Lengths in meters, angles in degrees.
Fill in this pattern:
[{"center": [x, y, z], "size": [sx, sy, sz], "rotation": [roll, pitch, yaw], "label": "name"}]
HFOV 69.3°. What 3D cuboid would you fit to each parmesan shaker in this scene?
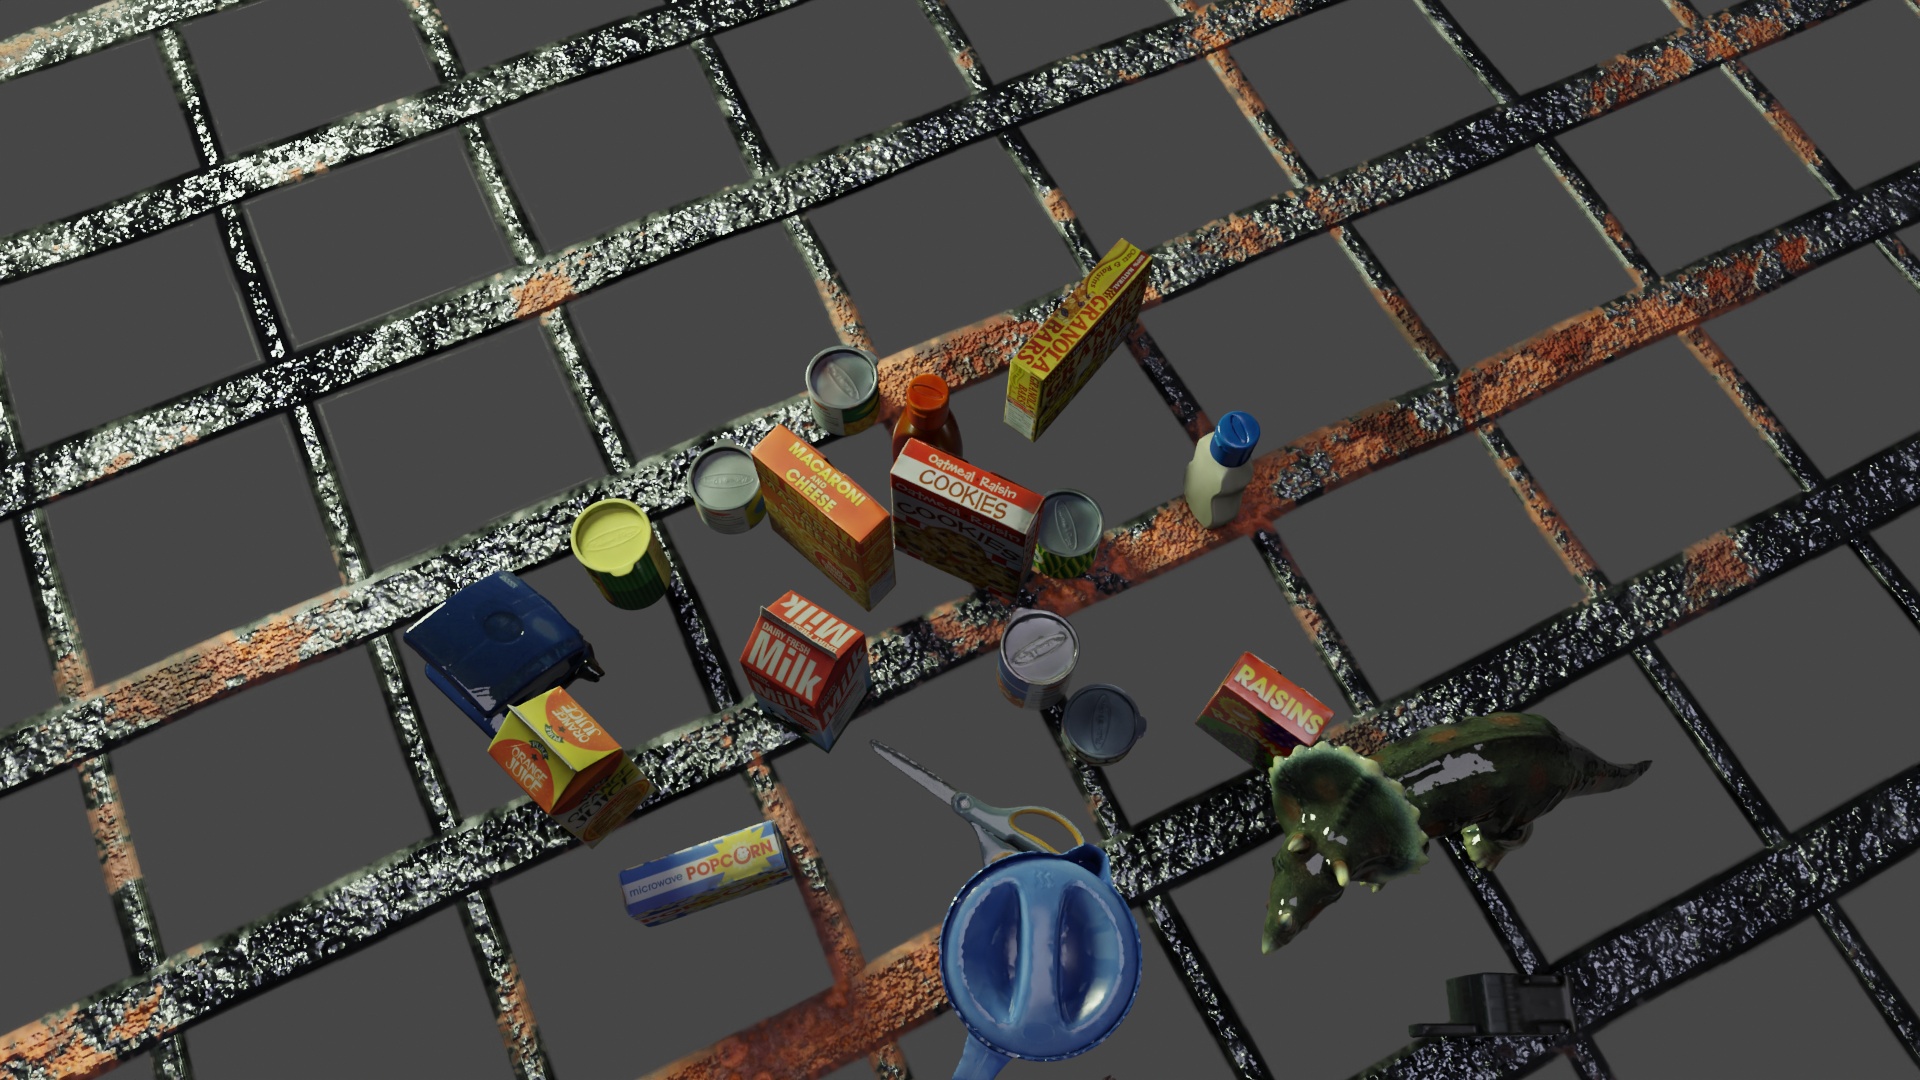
[{"center": [-0.290, 0.017, 1.199], "size": [0.071, 0.102, 0.071], "rotation": [1, 68, -1], "label": "parmesan shaker"}]

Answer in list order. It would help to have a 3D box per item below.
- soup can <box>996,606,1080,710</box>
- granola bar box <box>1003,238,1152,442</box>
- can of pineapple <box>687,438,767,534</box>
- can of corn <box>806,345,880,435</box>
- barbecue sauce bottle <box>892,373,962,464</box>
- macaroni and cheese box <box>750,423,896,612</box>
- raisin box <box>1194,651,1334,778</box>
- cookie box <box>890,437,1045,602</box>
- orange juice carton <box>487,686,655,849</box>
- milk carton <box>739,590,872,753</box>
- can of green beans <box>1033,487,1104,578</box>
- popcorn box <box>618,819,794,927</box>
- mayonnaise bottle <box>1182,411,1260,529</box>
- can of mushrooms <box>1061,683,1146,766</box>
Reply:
[{"center": [0.064, 0.101, 1.184], "size": [0.071, 0.083, 0.071], "rotation": [1, 68, -1], "label": "soup can"}, {"center": [0.108, -0.182, 1.282], "size": [0.039, 0.123, 0.166], "rotation": [37, 71, 13], "label": "granola bar box"}, {"center": [-0.208, -0.047, 1.252], "size": [0.071, 0.057, 0.071], "rotation": [1, 68, -1], "label": "can of pineapple"}, {"center": [-0.106, -0.140, 1.294], "size": [0.071, 0.058, 0.071], "rotation": [1, 68, -1], "label": "can of corn"}, {"center": [-0.029, -0.096, 1.229], "size": [0.065, 0.148, 0.044], "rotation": [21, 69, 7], "label": "barbecue sauce bottle"}, {"center": [-0.114, -0.017, 1.184], "size": [0.124, 0.165, 0.040], "rotation": [39, 72, 13], "label": "macaroni and cheese box"}, {"center": [0.249, 0.147, 1.149], "size": [0.086, 0.123, 0.040], "rotation": [36, 72, 13], "label": "raisin box"}, {"center": [0.004, -0.015, 1.186], "size": [0.123, 0.166, 0.040], "rotation": [24, 69, 8], "label": "cookie box"}, {"center": [-0.304, 0.176, 1.084], "size": [0.072, 0.192, 0.073], "rotation": [42, 73, 14], "label": "orange juice carton"}, {"center": [-0.123, 0.103, 1.121], "size": [0.072, 0.189, 0.074], "rotation": [30, 70, 10], "label": "milk carton"}, {"center": [0.093, -0.006, 1.243], "size": [0.071, 0.057, 0.071], "rotation": [1, 68, -1], "label": "can of green beans"}, {"center": [-0.200, 0.267, 1.107], "size": [0.127, 0.085, 0.038], "rotation": [-17, 69, -9], "label": "popcorn box"}, {"center": [0.231, -0.065, 1.223], "size": [0.041, 0.147, 0.065], "rotation": [-19, 69, -9], "label": "mayonnaise bottle"}, {"center": [0.122, 0.159, 1.189], "size": [0.071, 0.033, 0.071], "rotation": [1, 67, -1], "label": "can of mushrooms"}]
